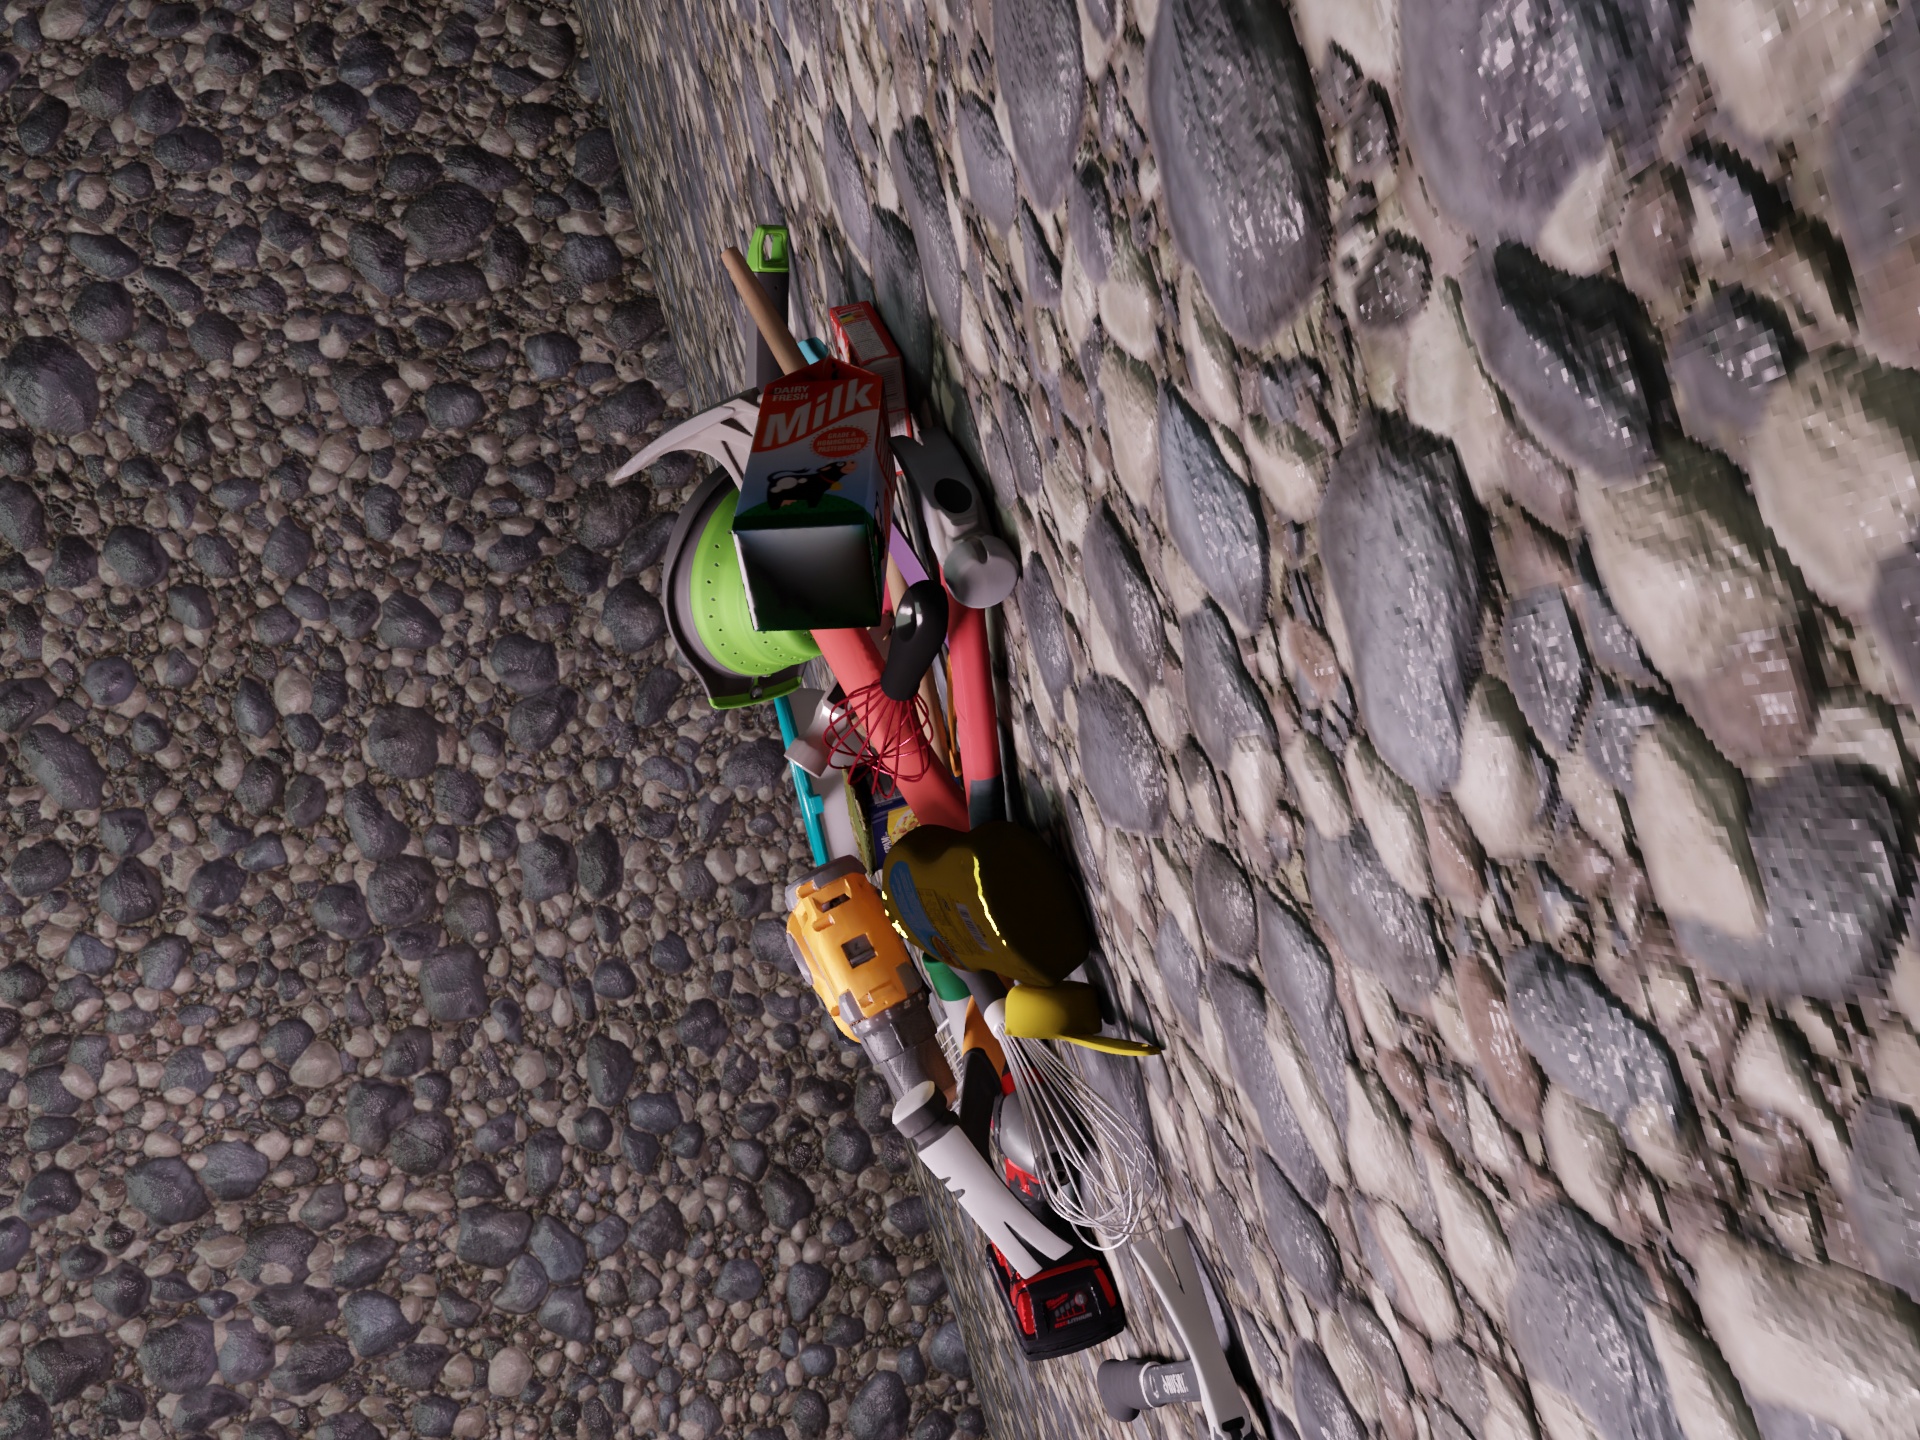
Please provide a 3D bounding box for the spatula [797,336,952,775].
[{"bbox_3d":[-0.056,-0.110,1.114,0.082,0.044,0.317,3,108,66],"label":"spatula"}]

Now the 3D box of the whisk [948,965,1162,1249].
[{"bbox_3d":[0.039,0.205,0.974,0.285,0.070,0.070,-126,21,-49],"label":"whisk"}]

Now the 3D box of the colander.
[{"bbox_3d":[-0.135,-0.194,1.292,0.095,0.204,0.397,18,113,37],"label":"colander"}]

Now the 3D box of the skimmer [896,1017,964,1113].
[{"bbox_3d":[-0.019,0.211,1.319,0.127,0.090,0.362,-67,-19,-44],"label":"skimmer"}]

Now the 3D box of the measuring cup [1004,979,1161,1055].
[{"bbox_3d":[0.071,0.164,0.880,0.156,0.062,0.029,168,100,-69],"label":"measuring cup"}]

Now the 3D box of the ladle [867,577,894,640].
[{"bbox_3d":[-0.065,-0.086,1.285,0.315,0.031,0.069,110,141,-77],"label":"ladle"}]

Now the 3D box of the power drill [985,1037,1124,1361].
[{"bbox_3d":[0.059,0.347,1.155,0.143,0.078,0.219,-126,24,-62],"label":"power drill"}]

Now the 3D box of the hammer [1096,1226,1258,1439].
[{"bbox_3d":[0.124,0.417,1.012,0.408,0.036,0.149,96,157,-67],"label":"hammer"}]

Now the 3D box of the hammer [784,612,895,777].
[{"bbox_3d":[-0.074,-0.008,1.281,0.031,0.130,0.331,32,177,4],"label":"hammer"}]

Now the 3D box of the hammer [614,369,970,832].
[{"bbox_3d":[-0.085,-0.048,1.076,0.359,0.149,0.037,62,-156,-17],"label":"hammer"}]

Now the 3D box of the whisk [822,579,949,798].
[{"bbox_3d":[-0.039,-0.016,0.940,0.295,0.073,0.073,117,137,-69],"label":"whisk"}]

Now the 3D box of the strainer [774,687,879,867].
[{"bbox_3d":[-0.123,0.091,1.709,0.340,0.095,0.211,84,169,-54],"label":"strainer"}]

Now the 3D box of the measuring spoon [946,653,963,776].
[{"bbox_3d":[-0.002,-0.004,1.113,0.116,0.011,0.021,89,167,-46],"label":"measuring spoon"}]

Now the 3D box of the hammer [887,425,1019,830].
[{"bbox_3d":[0.008,0.007,0.984,0.143,0.038,0.385,-114,12,-44],"label":"hammer"}]

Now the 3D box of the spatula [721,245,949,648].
[{"bbox_3d":[-0.076,-0.178,1.053,0.316,0.018,0.059,60,170,4],"label":"spatula"}]

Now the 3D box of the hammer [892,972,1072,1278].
[{"bbox_3d":[0.020,0.229,1.046,0.127,0.034,0.337,51,-170,-7],"label":"hammer"}]

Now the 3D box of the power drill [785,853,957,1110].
[{"bbox_3d":[-0.062,0.195,1.152,0.185,0.084,0.226,63,171,6],"label":"power drill"}]
